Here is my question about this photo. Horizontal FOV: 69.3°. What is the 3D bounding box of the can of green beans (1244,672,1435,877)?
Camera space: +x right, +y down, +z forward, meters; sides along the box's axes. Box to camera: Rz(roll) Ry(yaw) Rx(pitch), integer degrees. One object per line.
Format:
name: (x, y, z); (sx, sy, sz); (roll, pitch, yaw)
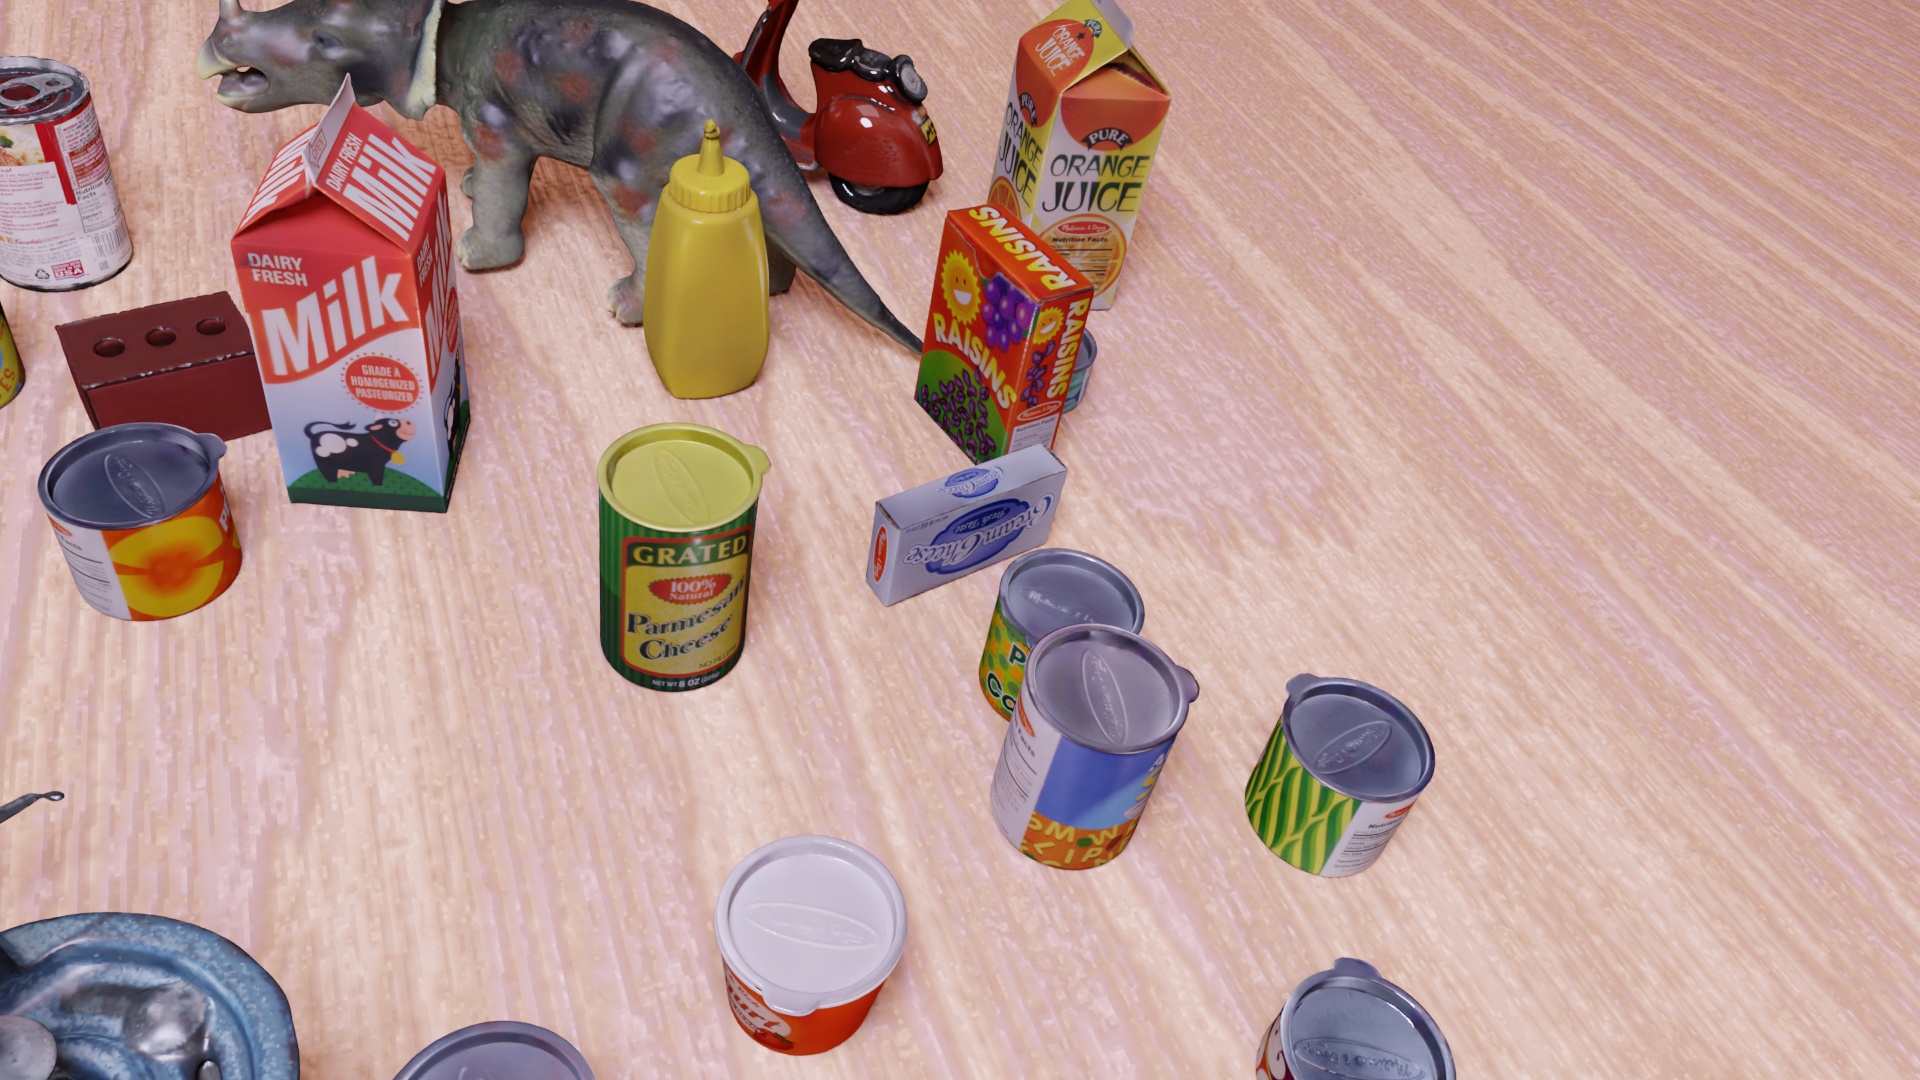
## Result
can of green beans: (0.163, 0.103, 0.603); (0.071, 0.057, 0.071); (7, 43, -6)

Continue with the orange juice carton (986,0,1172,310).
orange juice carton: (0.069, -0.236, 0.840); (0.073, 0.191, 0.072); (-5, 46, -18)

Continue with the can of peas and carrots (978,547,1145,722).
can of peas and carrots: (0.044, 0.048, 0.632); (0.071, 0.058, 0.071); (7, 43, -6)

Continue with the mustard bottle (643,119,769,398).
mustard bottle: (-0.130, -0.148, 0.722); (0.065, 0.159, 0.049); (-13, 49, -25)

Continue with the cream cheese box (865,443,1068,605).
cream cheese box: (0.002, -0.009, 0.685); (0.104, 0.053, 0.024); (-21, 53, -31)

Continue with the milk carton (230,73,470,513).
milk carton: (-0.269, -0.105, 0.622); (0.073, 0.189, 0.073); (4, 44, -10)

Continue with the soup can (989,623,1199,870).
soup can: (0.054, 0.086, 0.575); (0.071, 0.083, 0.072); (7, 43, -6)

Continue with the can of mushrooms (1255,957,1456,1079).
can of mushrooms: (0.147, 0.196, 0.519); (0.071, 0.033, 0.071); (7, 43, -6)

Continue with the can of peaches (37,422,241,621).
can of peaches: (-0.348, -0.009, 0.598); (0.071, 0.057, 0.071); (7, 43, -6)

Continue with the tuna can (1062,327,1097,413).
tuna can: (0.042, -0.105, 0.811); (0.071, 0.032, 0.071); (7, 43, -6)

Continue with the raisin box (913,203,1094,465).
raisin box: (0.019, -0.104, 0.738); (0.040, 0.122, 0.086); (-19, 51, -29)

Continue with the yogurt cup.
yogurt cup: (-0.056, 0.149, 0.504); (0.072, 0.053, 0.073); (7, 43, -6)

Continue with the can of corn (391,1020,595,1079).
can of corn: (-0.148, 0.195, 0.431); (0.071, 0.058, 0.071); (7, 43, -6)

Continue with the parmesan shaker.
parmesan shaker: (-0.120, 0.009, 0.601); (0.071, 0.102, 0.072); (7, 43, -6)

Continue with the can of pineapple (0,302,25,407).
can of pineapple: (-0.485, -0.094, 0.655); (0.071, 0.057, 0.071); (7, 43, -6)
